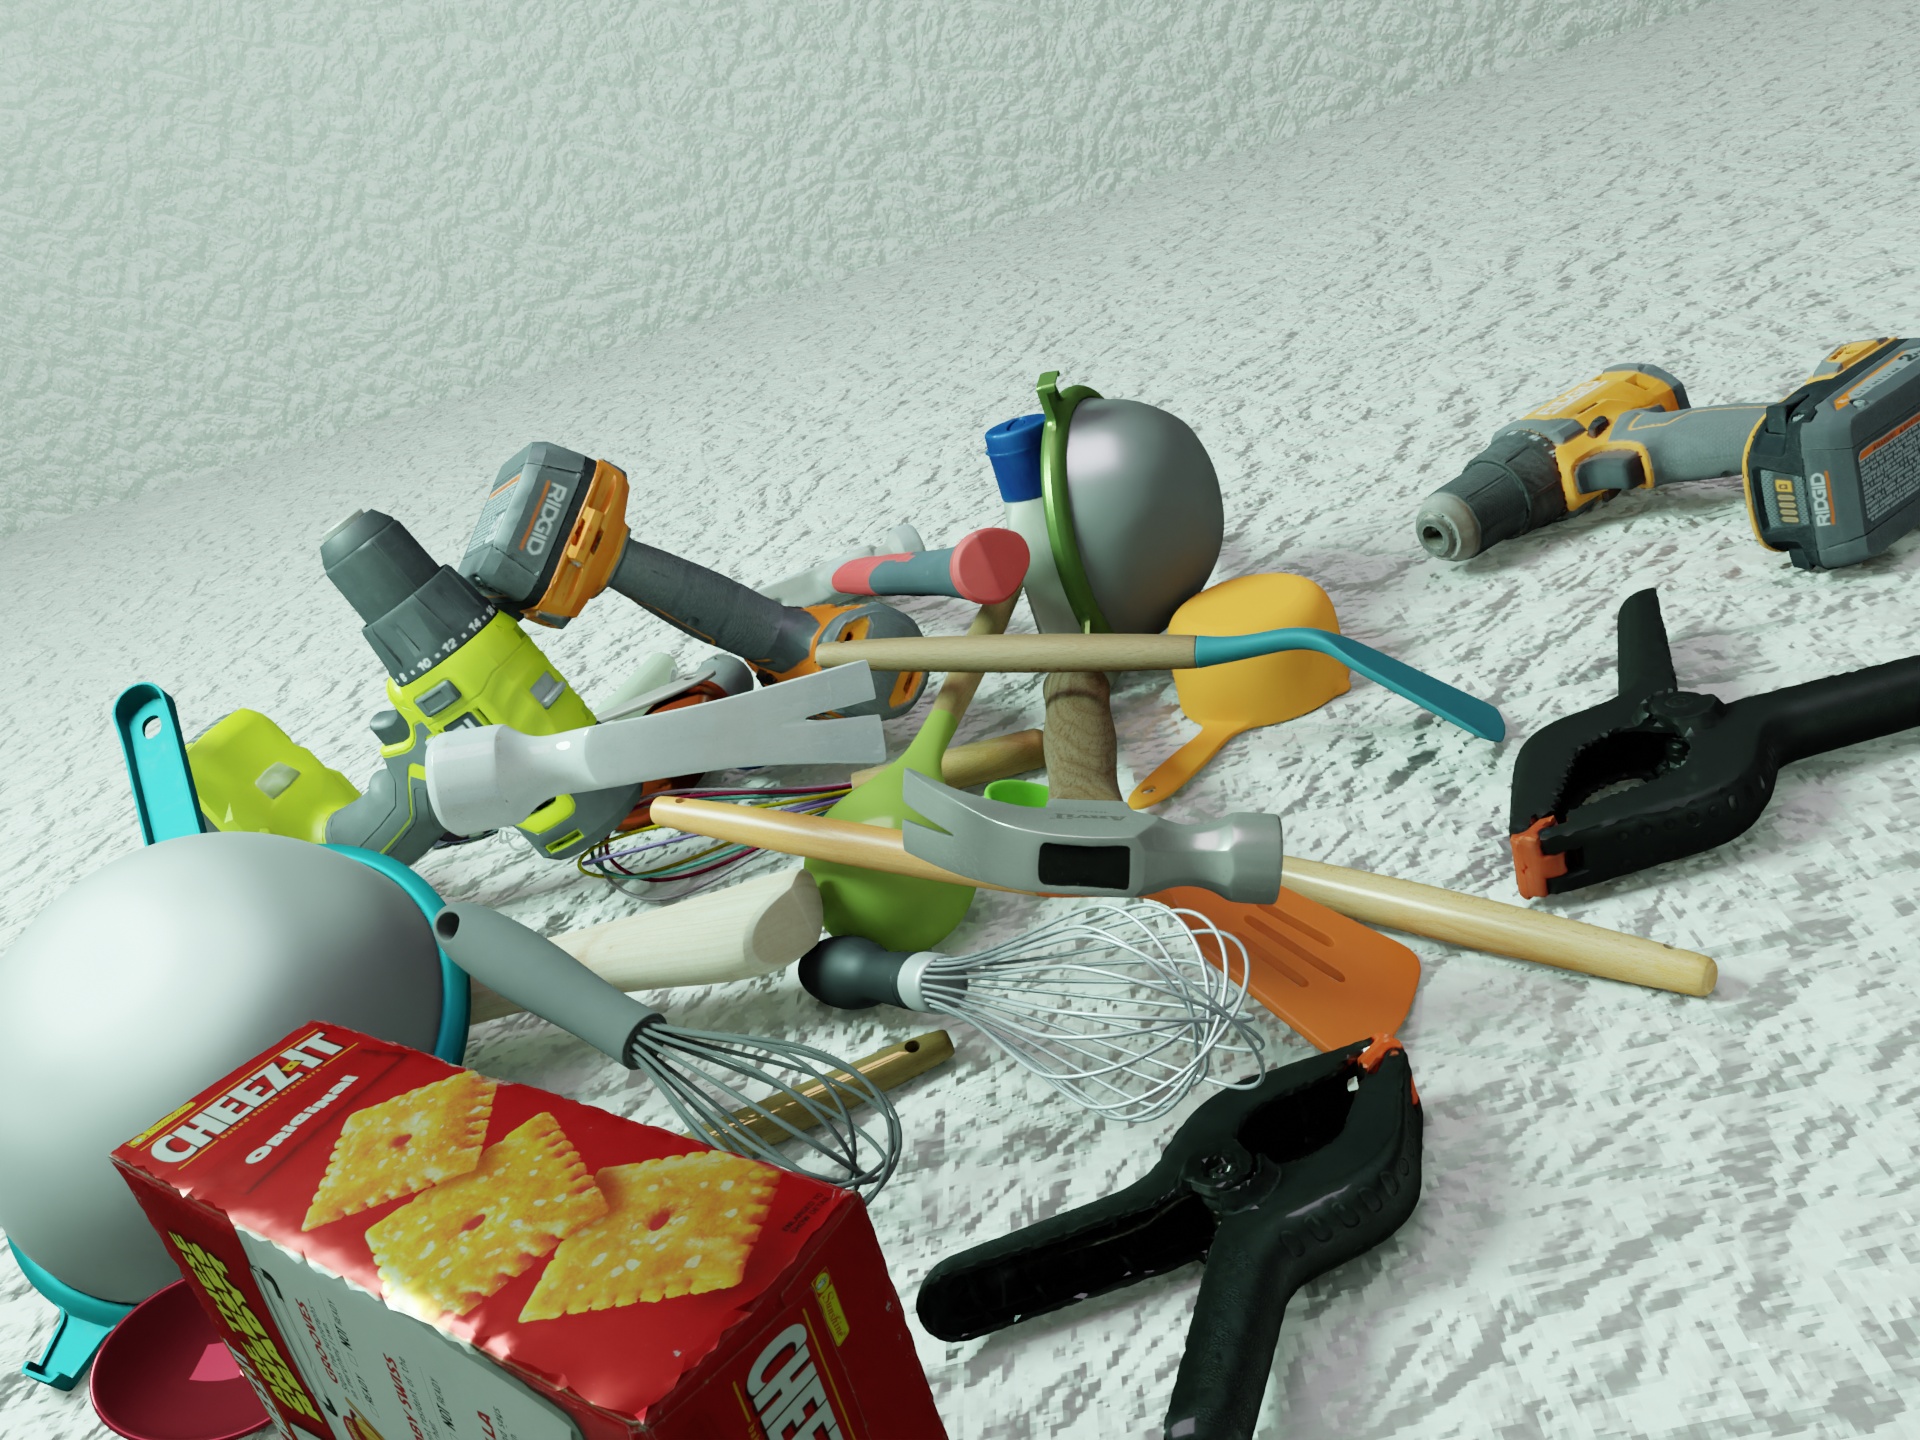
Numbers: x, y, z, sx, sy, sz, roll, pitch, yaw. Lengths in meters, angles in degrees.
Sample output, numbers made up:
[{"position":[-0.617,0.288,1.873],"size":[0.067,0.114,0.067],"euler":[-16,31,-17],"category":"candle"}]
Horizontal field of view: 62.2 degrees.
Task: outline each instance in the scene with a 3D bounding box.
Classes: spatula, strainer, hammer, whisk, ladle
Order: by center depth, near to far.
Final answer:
[{"position":[0.005,0.094,0.561],"size":[0.070,0.070,0.285],"euler":[-32,11,-28],"category":"whisk"},{"position":[-0.147,0.179,0.577],"size":[0.315,0.031,0.069],"euler":[-21,45,-12],"category":"ladle"},{"position":[-0.117,0.115,0.590],"size":[0.239,0.055,0.055],"euler":[21,42,32],"category":"whisk"},{"position":[0.011,0.065,0.616],"size":[0.323,0.041,0.081],"euler":[7,24,28],"category":"spatula"},{"position":[-0.339,0.079,0.664],"size":[0.211,0.095,0.341],"euler":[-31,53,-5],"category":"strainer"},{"position":[0.049,0.015,0.679],"size":[0.130,0.031,0.331],"euler":[2,11,3],"category":"hammer"},{"position":[-0.105,0.009,0.700],"size":[0.144,0.035,0.405],"euler":[-10,0,-2],"category":"hammer"},{"position":[-0.251,0.127,0.718],"size":[0.410,0.038,0.146],"euler":[-16,22,15],"category":"hammer"},{"position":[0.083,-0.020,0.730],"size":[0.317,0.044,0.082],"euler":[1,12,17],"category":"spatula"},{"position":[-0.001,-0.003,0.792],"size":[0.078,0.062,0.320],"euler":[4,32,14],"category":"ladle"},{"position":[-0.074,0.043,0.806],"size":[0.245,0.047,0.051],"euler":[-14,35,-1],"category":"whisk"},{"position":[0.125,-0.113,0.890],"size":[0.069,0.151,0.256],"euler":[-9,0,27],"category":"strainer"},{"position":[-0.050,-0.081,0.944],"size":[0.143,0.038,0.386],"euler":[-24,10,-11],"category":"hammer"},{"position":[-0.225,0.010,0.978],"size":[0.059,0.057,0.246],"euler":[21,26,2],"category":"whisk"}]

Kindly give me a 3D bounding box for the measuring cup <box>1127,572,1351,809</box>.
[{"position":[0.124,-0.019,0.776],"size":[0.095,0.052,0.173],"euler":[3,30,40],"category":"measuring cup"}]

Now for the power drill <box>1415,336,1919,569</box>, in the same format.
[{"position":[0.364,-0.129,0.814],"size":[0.185,0.084,0.226],"euler":[-30,22,-23],"category":"power drill"}]

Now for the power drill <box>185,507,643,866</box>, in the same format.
[{"position":[-0.297,0.012,0.803],"size":[0.228,0.190,0.080],"euler":[-27,21,27],"category":"power drill"}]

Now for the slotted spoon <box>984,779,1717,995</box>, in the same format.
[{"position":[0.131,0.063,0.623],"size":[0.314,0.031,0.070],"euler":[10,8,43],"category":"slotted spoon"}]

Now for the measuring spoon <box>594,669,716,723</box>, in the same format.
[{"position":[-0.203,-0.011,0.924],"size":[0.124,0.018,0.034],"euler":[-22,18,-10],"category":"measuring spoon"}]

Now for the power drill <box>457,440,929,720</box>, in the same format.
[{"position":[-0.144,-0.061,0.847],"size":[0.164,0.226,0.084],"euler":[3,71,65],"category":"power drill"}]
